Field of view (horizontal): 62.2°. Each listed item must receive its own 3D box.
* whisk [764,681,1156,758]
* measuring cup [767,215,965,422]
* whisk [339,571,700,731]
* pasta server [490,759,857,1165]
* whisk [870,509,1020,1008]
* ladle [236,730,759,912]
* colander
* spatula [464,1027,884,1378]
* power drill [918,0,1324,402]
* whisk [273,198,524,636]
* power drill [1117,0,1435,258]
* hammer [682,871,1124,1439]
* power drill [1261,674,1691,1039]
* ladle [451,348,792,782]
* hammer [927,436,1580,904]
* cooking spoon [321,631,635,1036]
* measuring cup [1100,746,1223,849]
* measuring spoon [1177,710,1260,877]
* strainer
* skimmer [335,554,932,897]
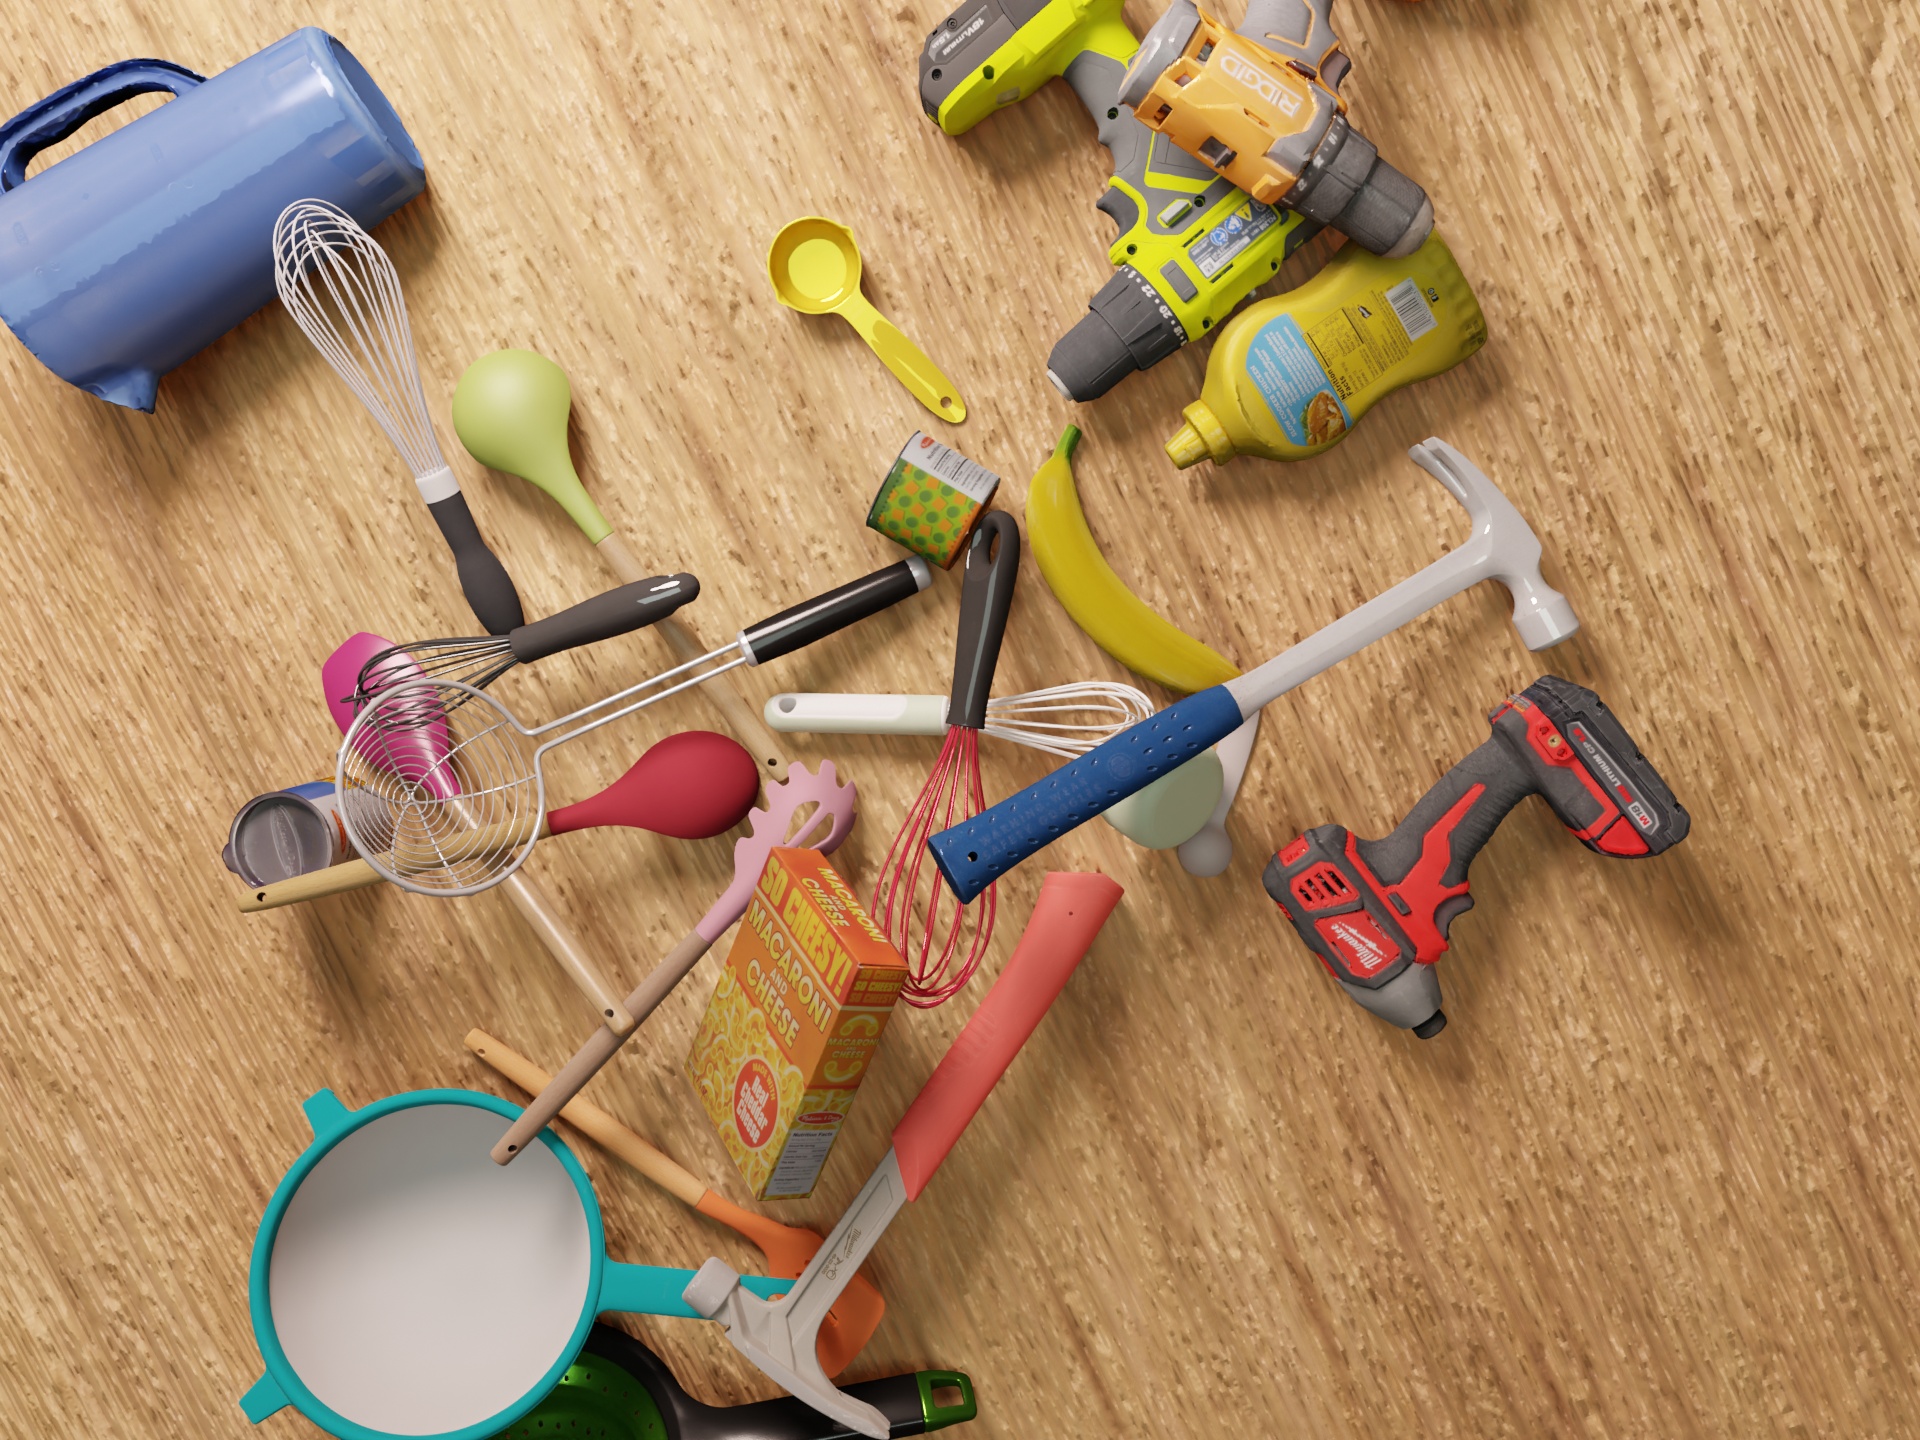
[{"bbox_3d":[-0.002,-0.003,0.980,0.246,0.059,0.058,1,57,9],"label":"whisk"},{"bbox_3d":[-0.054,-0.242,0.976,0.062,0.029,0.156,-44,102,7],"label":"measuring cup"},{"bbox_3d":[-0.269,-0.046,0.969,0.239,0.055,0.055,-18,94,9],"label":"whisk"},{"bbox_3d":[-0.178,0.151,0.983,0.060,0.040,0.316,43,89,-15],"label":"pasta server"},{"bbox_3d":[0.000,0.023,0.933,0.073,0.073,0.296,9,89,4],"label":"whisk"},{"bbox_3d":[-0.276,0.069,0.969,0.315,0.031,0.069,-15,80,-11],"label":"ladle"},{"bbox_3d":[-0.186,0.483,1.015,0.397,0.205,0.094,-6,130,-10],"label":"colander"},{"bbox_3d":[-0.190,0.299,1.025,0.322,0.041,0.081,34,114,3],"label":"spatula"},{"bbox_3d":[0.079,-0.319,0.928,0.190,0.080,0.228,-39,94,6],"label":"power drill"},{"bbox_3d":[-0.328,-0.172,0.955,0.070,0.070,0.284,-17,115,6],"label":"whisk"},{"bbox_3d":[0.211,-0.378,0.872,0.185,0.084,0.226,31,76,-9],"label":"power drill"},{"bbox_3d":[-0.006,0.247,0.969,0.149,0.036,0.359,35,85,2],"label":"hammer"},{"bbox_3d":[0.307,0.085,0.948,0.219,0.078,0.143,-37,91,10],"label":"power drill"},{"bbox_3d":[-0.204,-0.093,0.996,0.078,0.062,0.320,-36,98,6],"label":"ladle"},{"bbox_3d":[0.162,-0.020,0.914,0.405,0.035,0.144,-29,90,-11],"label":"hammer"},{"bbox_3d":[-0.301,0.069,0.991,0.069,0.017,0.319,-42,77,5],"label":"cooking spoon"},{"bbox_3d":[0.088,0.057,0.933,0.167,0.038,0.083,-23,130,-29],"label":"measuring cup"},{"bbox_3d":[0.164,0.038,0.982,0.034,0.018,0.124,15,96,3],"label":"measuring spoon"},{"bbox_3d":[-0.263,0.350,1.009,0.340,0.095,0.211,7,74,-4],"label":"strainer"},{"bbox_3d":[-0.180,-0.016,0.932,0.363,0.090,0.127,-25,97,-7],"label":"skimmer"}]
